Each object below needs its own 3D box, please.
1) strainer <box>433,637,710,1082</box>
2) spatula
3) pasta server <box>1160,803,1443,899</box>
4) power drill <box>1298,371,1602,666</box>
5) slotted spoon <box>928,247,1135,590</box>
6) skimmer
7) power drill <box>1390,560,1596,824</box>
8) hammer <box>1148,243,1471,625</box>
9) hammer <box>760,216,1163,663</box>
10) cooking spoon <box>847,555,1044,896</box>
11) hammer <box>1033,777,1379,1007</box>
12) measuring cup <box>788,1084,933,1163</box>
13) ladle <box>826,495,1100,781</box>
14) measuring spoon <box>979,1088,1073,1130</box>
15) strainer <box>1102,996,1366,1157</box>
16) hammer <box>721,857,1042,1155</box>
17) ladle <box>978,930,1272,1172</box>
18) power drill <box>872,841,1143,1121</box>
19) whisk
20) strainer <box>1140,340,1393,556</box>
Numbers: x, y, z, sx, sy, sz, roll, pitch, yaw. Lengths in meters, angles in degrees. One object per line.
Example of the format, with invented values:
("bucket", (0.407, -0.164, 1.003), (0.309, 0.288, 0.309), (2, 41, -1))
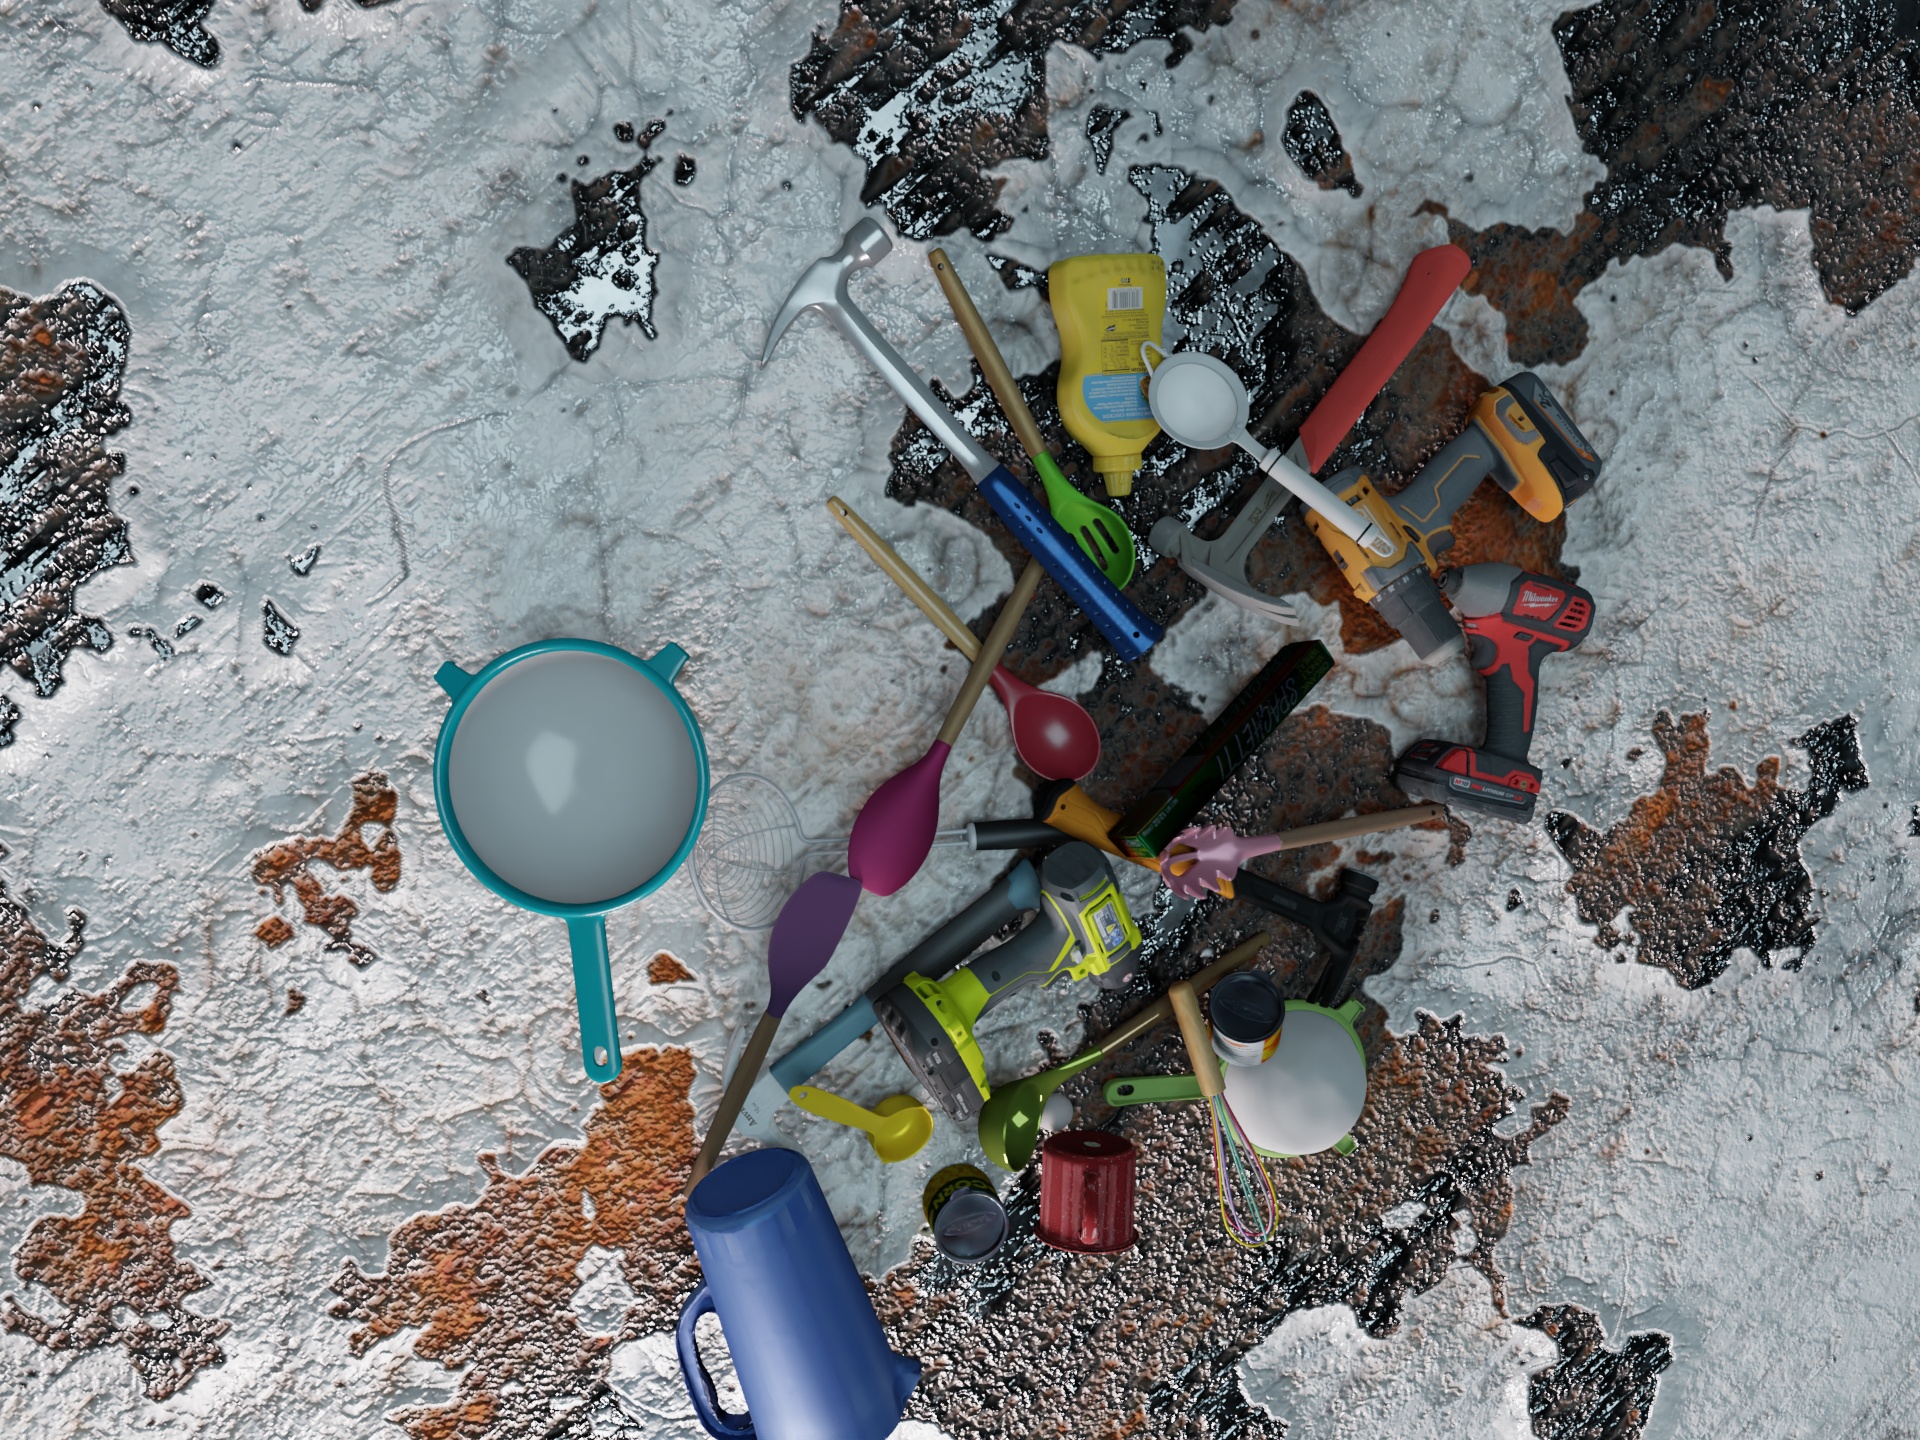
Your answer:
("strainer", (-0.284, 0.104, 1.237), (0.211, 0.095, 0.340), (-5, 95, 4))
("spatula", (-0.163, 0.259, 1.292), (0.059, 0.018, 0.316), (17, 106, -27))
("pasta server", (0.299, 0.102, 1.374), (0.316, 0.040, 0.060), (-8, 96, -26))
("power drill", (0.428, -0.169, 1.351), (0.226, 0.084, 0.185), (-32, 80, -5))
("slotted spoon", (0.054, -0.243, 1.305), (0.070, 0.031, 0.313), (-26, 102, 17))
("skimmer", (-0.043, 0.099, 1.302), (0.363, 0.090, 0.127), (-3, 84, -13))
("power drill", (0.466, -0.030, 1.409), (0.143, 0.078, 0.219), (15, 92, -15))
("hammer", (0.319, -0.250, 1.329), (0.359, 0.149, 0.036), (-52, 150, -7))
("hammer", (0.011, -0.202, 1.278), (0.144, 0.035, 0.405), (-44, 99, -3))
("cooking spoon", (-0.002, -0.004, 1.295), (0.068, 0.017, 0.319), (31, 79, -19))
("hammer", (0.208, 0.137, 1.374), (0.336, 0.034, 0.127), (24, 83, -20))
("measuring cup", (-0.088, 0.327, 1.336), (0.156, 0.029, 0.062), (32, 96, -36))
("ladle", (0.001, -0.068, 1.321), (0.069, 0.031, 0.315), (-46, 103, -7))
("measuring spoon", (0.042, 0.339, 1.397), (0.124, 0.018, 0.034), (13, 96, -14))
("strainer", (0.257, 0.333, 1.418), (0.256, 0.069, 0.151), (-1, 99, -14))
("hammer", (-0.062, 0.235, 1.350), (0.331, 0.033, 0.128), (-38, 106, -5))
("ladle", (0.150, 0.281, 1.385), (0.320, 0.062, 0.078), (-31, 132, -13))
("power drill", (0.051, 0.223, 1.329), (0.223, 0.080, 0.171), (-36, 133, -13))
("whisk", (0.224, 0.343, 1.378), (0.047, 0.051, 0.245), (-18, 95, 12))
("strainer", (0.241, -0.211, 1.276), (0.258, 0.050, 0.087), (39, 69, 7))
